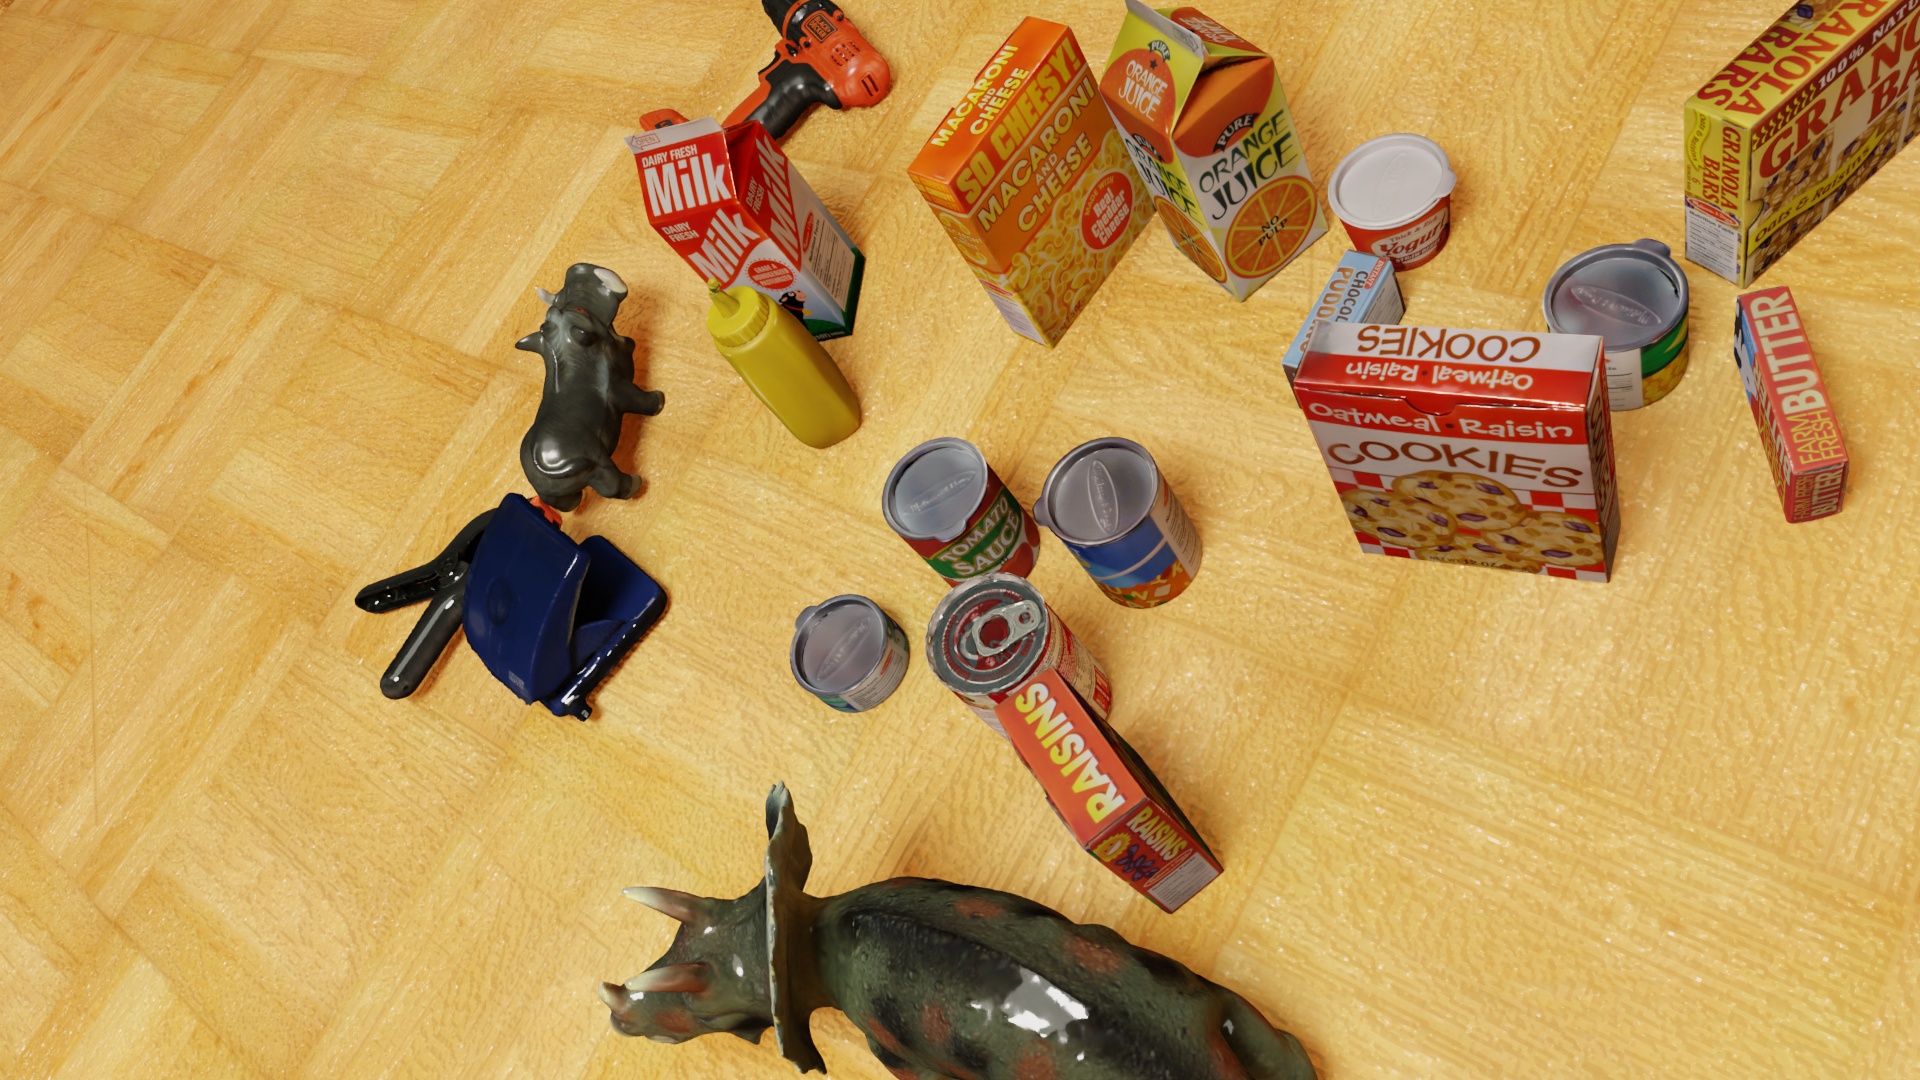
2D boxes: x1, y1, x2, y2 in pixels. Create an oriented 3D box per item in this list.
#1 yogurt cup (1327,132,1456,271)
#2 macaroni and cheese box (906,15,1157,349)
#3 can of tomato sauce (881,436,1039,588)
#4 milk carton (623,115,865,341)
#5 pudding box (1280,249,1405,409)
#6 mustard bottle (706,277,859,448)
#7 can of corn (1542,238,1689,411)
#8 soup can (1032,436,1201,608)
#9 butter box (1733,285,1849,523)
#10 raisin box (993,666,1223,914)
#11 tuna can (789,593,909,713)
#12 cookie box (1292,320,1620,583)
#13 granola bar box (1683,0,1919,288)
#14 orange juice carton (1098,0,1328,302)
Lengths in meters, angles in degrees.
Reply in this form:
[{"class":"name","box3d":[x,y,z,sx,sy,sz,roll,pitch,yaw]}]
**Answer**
[{"class":"yogurt cup","box3d":[0.253,-0.194,0.809,0.072,0.053,0.073,-13,57,21]},{"class":"macaroni and cheese box","box3d":[0.048,-0.216,0.858,0.040,0.166,0.124,29,79,37]},{"class":"can of tomato sauce","box3d":[0.003,-0.010,0.813,0.071,0.083,0.071,-13,58,21]},{"class":"milk carton","box3d":[-0.144,-0.215,0.942,0.072,0.190,0.074,-7,60,25]},{"class":"pudding box","box3d":[0.217,-0.116,0.785,0.030,0.049,0.084,22,74,35]},{"class":"mustard bottle","box3d":[-0.121,-0.120,0.894,0.049,0.160,0.065,-29,53,10]},{"class":"can of corn","box3d":[0.339,-0.110,0.713,0.071,0.058,0.071,-13,57,21]},{"class":"soup can","box3d":[0.088,-0.008,0.767,0.071,0.083,0.071,-13,58,21]},{"class":"butter box","box3d":[0.394,-0.065,0.661,0.024,0.053,0.104,-12,58,22]},{"class":"raisin box","box3d":[0.073,0.123,0.674,0.040,0.123,0.086,-38,52,4]},{"class":"tuna can","box3d":[-0.068,0.067,0.837,0.071,0.032,0.071,-13,57,21]},{"class":"cookie box","box3d":[0.238,-0.038,0.654,0.123,0.167,0.040,8,67,31]},{"class":"granola bar box","box3d":[0.435,-0.222,0.687,0.165,0.124,0.039,-42,52,0]},{"class":"orange juice carton","box3d":[0.143,-0.232,0.801,0.073,0.192,0.072,-40,52,2]}]
